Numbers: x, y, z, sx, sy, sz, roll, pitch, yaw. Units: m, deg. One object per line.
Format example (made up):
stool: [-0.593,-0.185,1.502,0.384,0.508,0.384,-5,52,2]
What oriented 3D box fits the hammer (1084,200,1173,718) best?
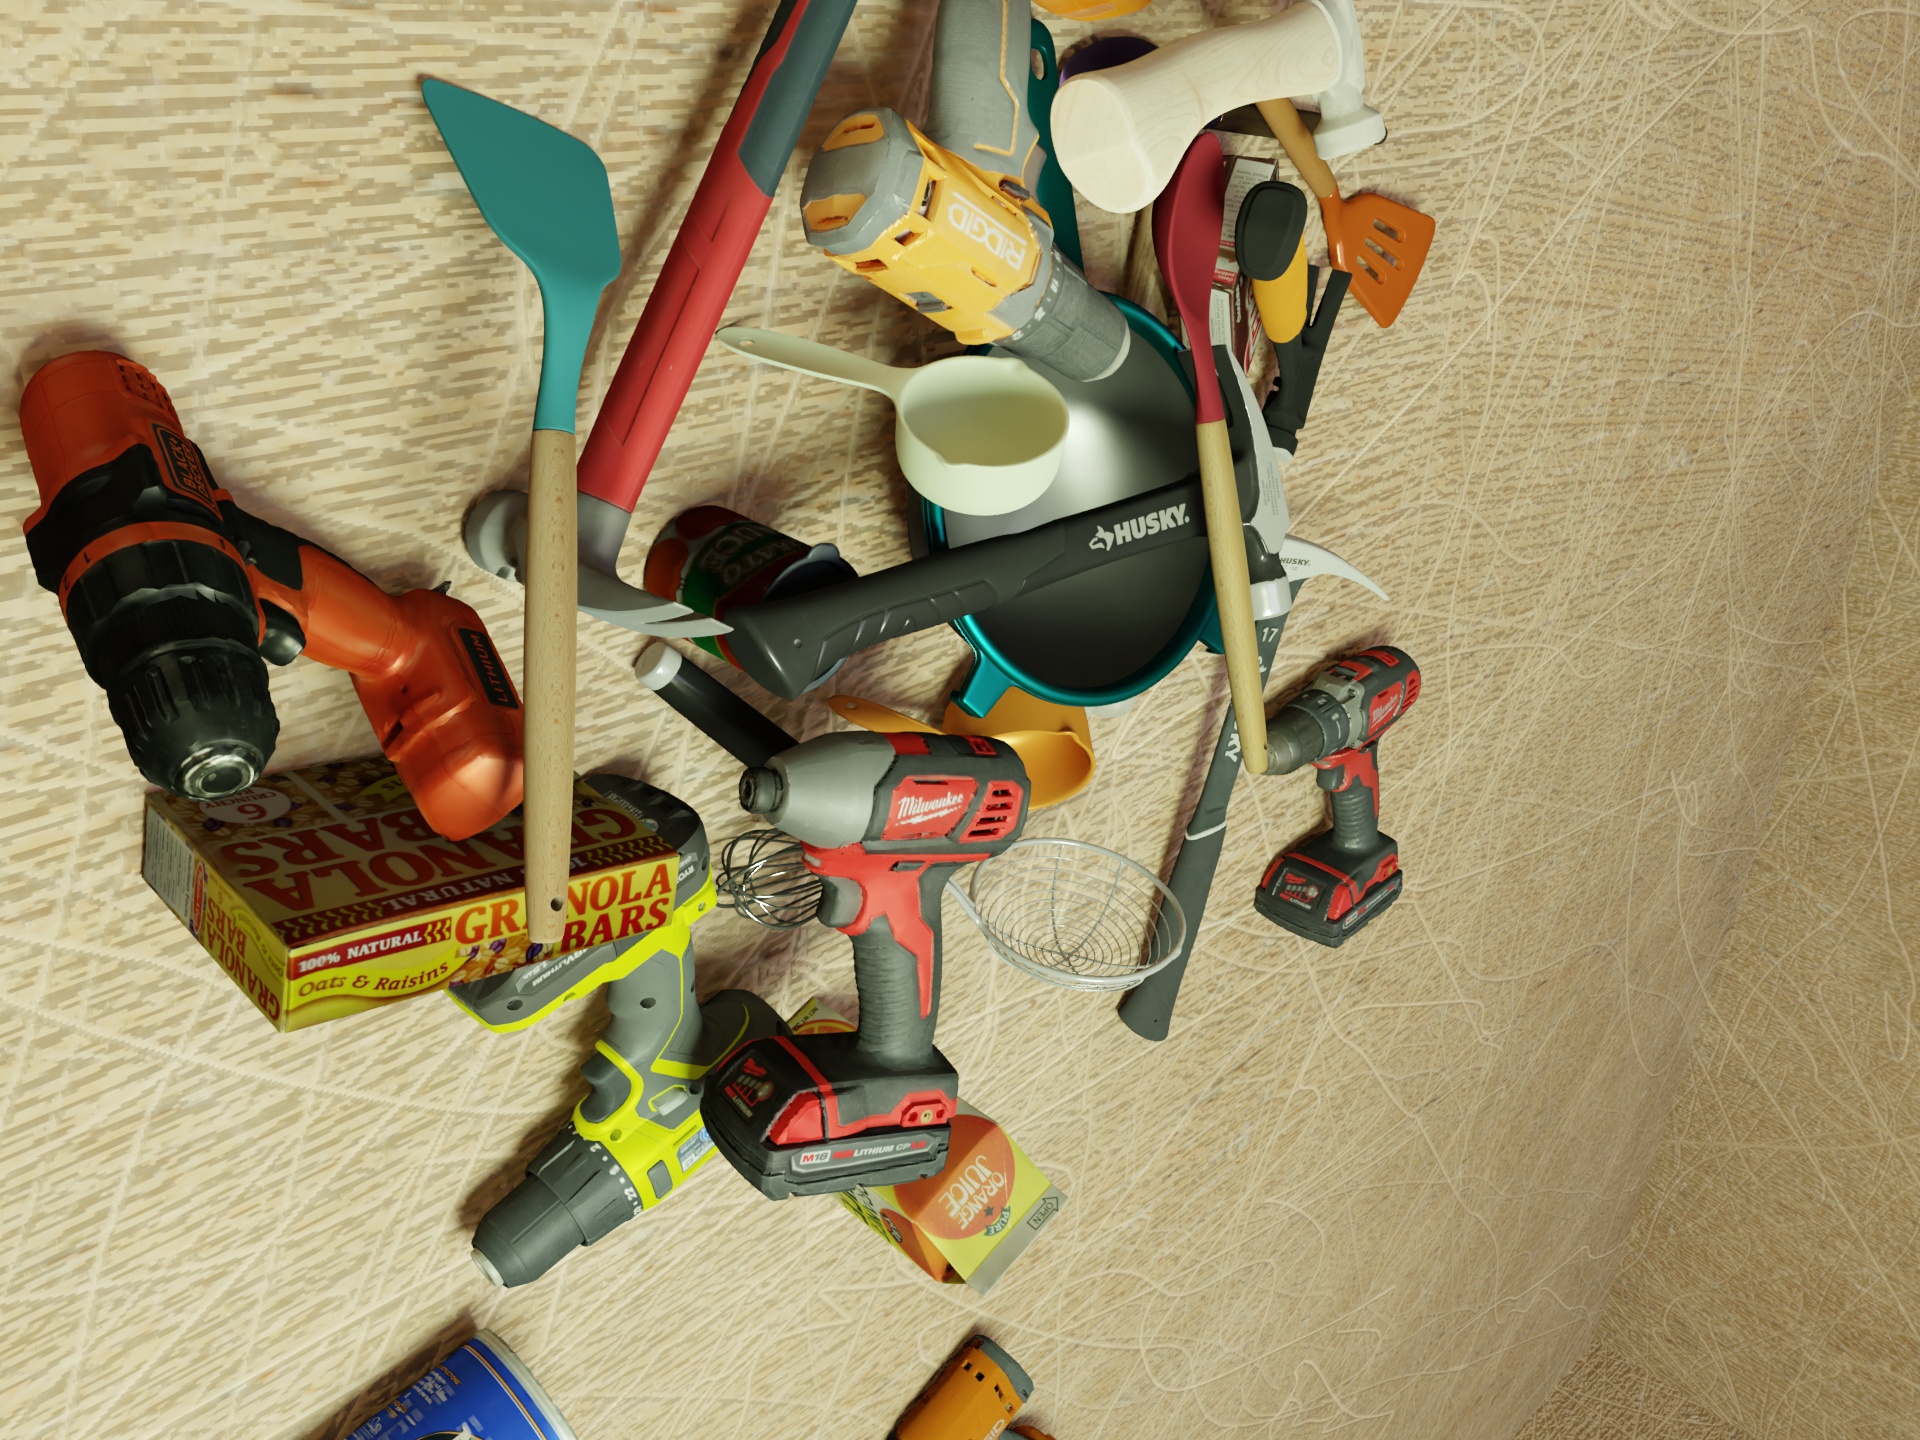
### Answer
hammer: [0.087,-0.149,0.941,0.130,0.031,0.331,-9,117,-47]

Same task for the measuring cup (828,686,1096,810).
measuring cup: [-0.001,-0.003,0.904,0.173,0.052,0.095,21,138,-31]

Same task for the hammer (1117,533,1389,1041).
hammer: [0.186,0.059,1.144,0.149,0.036,0.408,3,116,-21]

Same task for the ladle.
ladle: [0.128,-0.123,0.785,0.069,0.031,0.315,-33,118,-54]

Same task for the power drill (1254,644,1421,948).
power drill: [0.289,0.066,1.267,0.188,0.080,0.226,-27,126,-38]

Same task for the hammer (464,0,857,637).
hammer: [-0.076,-0.221,0.637,0.038,0.143,0.386,26,86,-50]

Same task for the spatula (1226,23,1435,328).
spatula: [0.223,-0.333,0.965,0.322,0.041,0.081,16,100,-61]

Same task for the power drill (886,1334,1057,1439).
power drill: [0.009,0.600,1.249,0.164,0.084,0.226,-44,134,-22]

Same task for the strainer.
strainer: [0.033,-0.177,0.831,0.211,0.095,0.340,-15,101,-36]

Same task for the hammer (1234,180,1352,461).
hammer: [0.183,-0.235,0.883,0.337,0.034,0.127,3,104,-76]

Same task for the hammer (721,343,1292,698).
hammer: [0.034,-0.083,0.756,0.334,0.035,0.146,-21,106,-35]

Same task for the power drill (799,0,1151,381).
power drill: [0.033,-0.277,0.717,0.185,0.084,0.226,20,82,-45]

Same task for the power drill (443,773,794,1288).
power drill: [-0.177,0.158,0.776,0.190,0.080,0.228,-38,138,-31]

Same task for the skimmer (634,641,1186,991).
skimmer: [-0.013,0.044,0.850,0.090,0.127,0.362,-41,128,12]

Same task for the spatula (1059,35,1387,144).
spatula: [0.161,-0.351,0.920,0.316,0.018,0.059,-14,126,-44]

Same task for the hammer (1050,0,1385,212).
hammer: [0.123,-0.304,0.716,0.411,0.038,0.146,-47,123,-54]

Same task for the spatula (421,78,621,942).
spatula: [-0.156,-0.078,0.587,0.082,0.044,0.317,5,83,-52]

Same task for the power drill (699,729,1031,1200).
power drill: [-0.053,0.110,0.765,0.143,0.079,0.219,3,105,-34]

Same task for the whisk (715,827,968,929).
whisk: [-0.046,0.078,0.908,0.059,0.058,0.246,-42,159,32]

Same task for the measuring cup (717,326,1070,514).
measuring cup: [-0.033,-0.139,0.715,0.038,0.167,0.083,96,18,-49]
